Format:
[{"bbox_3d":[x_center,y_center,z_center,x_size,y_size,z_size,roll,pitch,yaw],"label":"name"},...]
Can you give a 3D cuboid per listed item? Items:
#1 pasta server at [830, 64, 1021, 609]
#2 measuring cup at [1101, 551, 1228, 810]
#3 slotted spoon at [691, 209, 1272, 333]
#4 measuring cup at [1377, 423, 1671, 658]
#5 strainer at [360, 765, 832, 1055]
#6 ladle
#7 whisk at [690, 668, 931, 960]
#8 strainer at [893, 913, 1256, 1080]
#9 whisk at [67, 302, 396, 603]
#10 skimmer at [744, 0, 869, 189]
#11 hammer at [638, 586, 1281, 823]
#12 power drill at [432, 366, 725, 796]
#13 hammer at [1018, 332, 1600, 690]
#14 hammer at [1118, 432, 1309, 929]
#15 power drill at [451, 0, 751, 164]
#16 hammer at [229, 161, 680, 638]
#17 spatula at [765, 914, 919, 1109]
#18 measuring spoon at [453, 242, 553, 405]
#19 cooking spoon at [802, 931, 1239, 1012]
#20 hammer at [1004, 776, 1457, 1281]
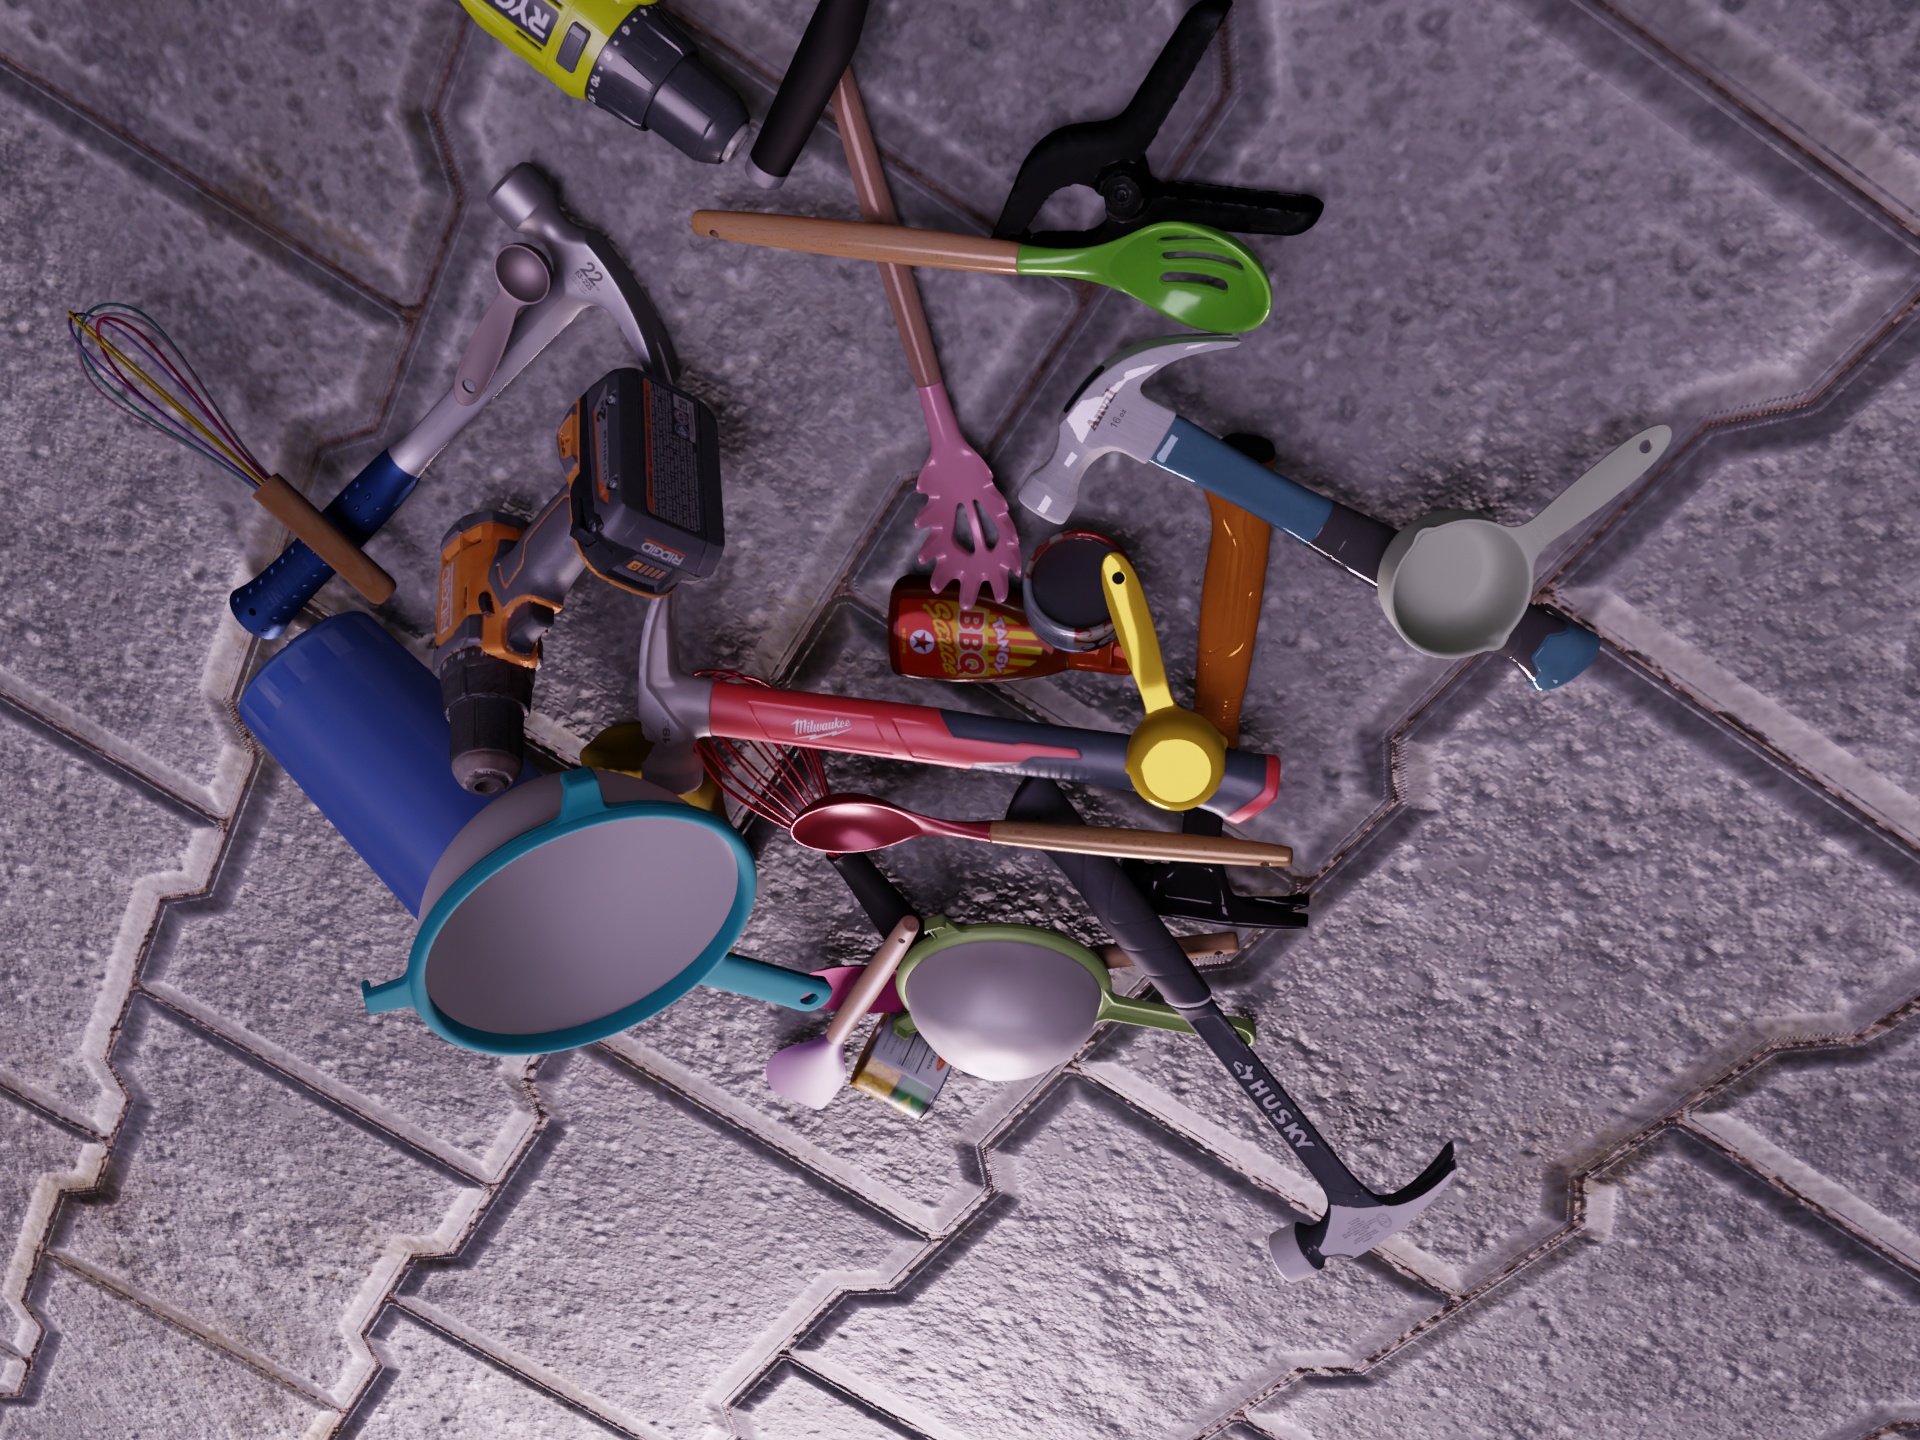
[{"bbox_3d":[-0.026,-0.211,0.881,0.060,0.040,0.316,-10,118,14],"label":"pasta server"},{"bbox_3d":[0.108,-0.019,0.896,0.062,0.029,0.156,-16,109,11],"label":"measuring cup"},{"bbox_3d":[0.006,-0.243,0.821,0.314,0.031,0.070,10,153,14],"label":"slotted spoon"},{"bbox_3d":[0.292,-0.102,0.830,0.167,0.038,0.083,-38,111,9],"label":"measuring cup"},{"bbox_3d":[-0.203,0.119,1.012,0.211,0.095,0.340,-45,144,11],"label":"strainer"},{"bbox_3d":[0.044,0.071,0.978,0.315,0.031,0.069,3,153,18],"label":"ladle"},{"bbox_3d":[-0.093,0.074,1.082,0.073,0.073,0.295,-20,122,26],"label":"whisk"},{"bbox_3d":[0.080,0.215,1.090,0.256,0.069,0.151,11,138,-5],"label":"strainer"},{"bbox_3d":[-0.451,-0.164,0.993,0.244,0.051,0.047,46,144,-20],"label":"whisk"},{"bbox_3d":[-0.039,-0.413,0.723,0.090,0.127,0.363,50,134,12],"label":"skimmer"},{"bbox_3d":[-0.002,-0.003,0.953,0.386,0.038,0.143,7,113,5],"label":"hammer"},{"bbox_3d":[-0.233,-0.075,0.924,0.084,0.186,0.226,21,139,-41],"label":"power drill"},{"bbox_3d":[0.204,-0.100,0.862,0.331,0.033,0.128,26,108,-13],"label":"hammer"},{"bbox_3d":[0.165,-0.012,0.963,0.127,0.034,0.336,8,124,12],"label":"hammer"},{"bbox_3d":[-0.148,-0.403,0.767,0.190,0.080,0.228,36,128,-8],"label":"power drill"},{"bbox_3d":[-0.340,-0.164,1.003,0.405,0.035,0.144,-33,109,31],"label":"hammer"},{"bbox_3d":[-0.086,0.218,1.154,0.059,0.018,0.315,25,141,-6],"label":"spatula"},{"bbox_3d":[-0.264,-0.226,0.913,0.034,0.018,0.124,37,131,-9],"label":"measuring spoon"},{"bbox_3d":[0.035,0.173,1.114,0.319,0.017,0.068,-9,140,14],"label":"cooking spoon"},{"bbox_3d":[0.165,0.193,1.041,0.149,0.036,0.408,-34,102,22],"label":"hammer"}]
